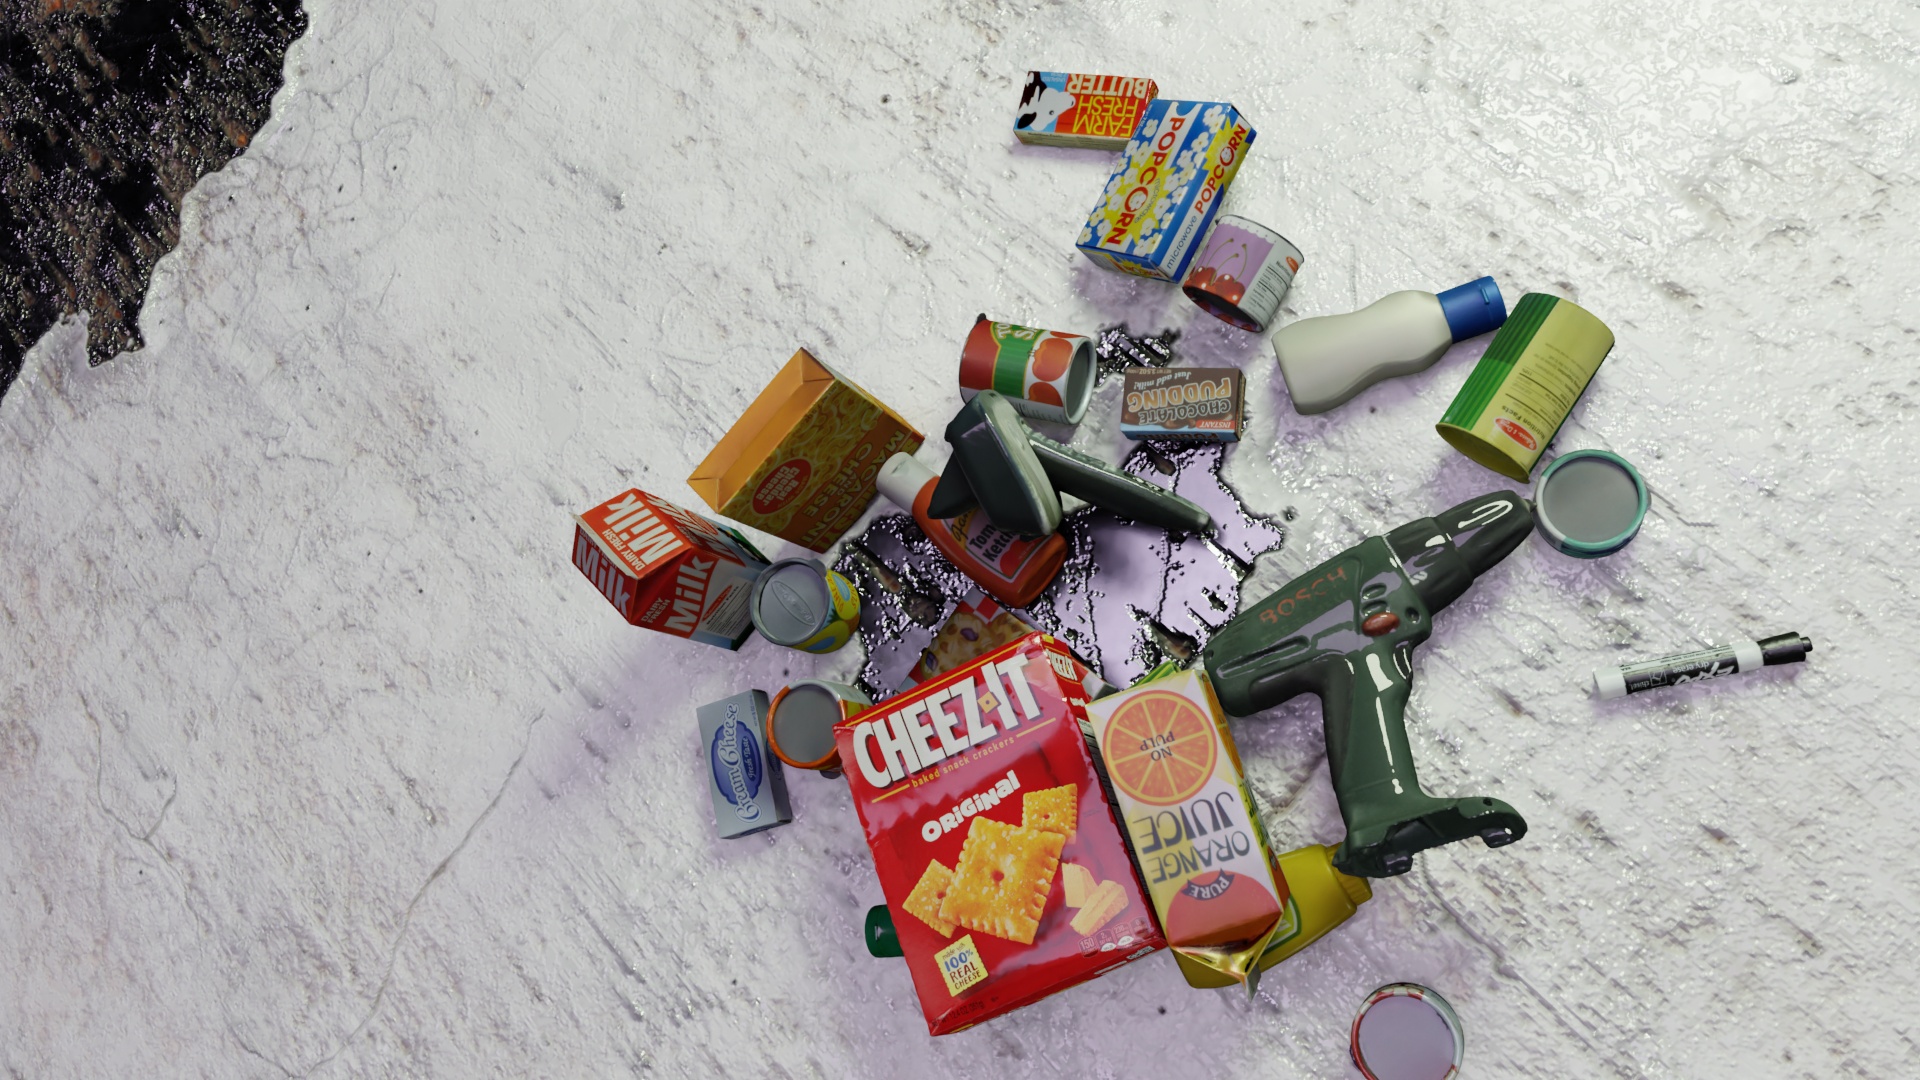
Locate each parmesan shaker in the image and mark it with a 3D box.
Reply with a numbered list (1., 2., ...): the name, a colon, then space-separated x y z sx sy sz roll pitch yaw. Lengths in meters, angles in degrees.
1. parmesan shaker: 0.365 -0.098 0.894 0.071 0.071 0.103 34 91 23

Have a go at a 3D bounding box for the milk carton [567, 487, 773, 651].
1. milk carton: -0.210 0.021 1.014 0.072 0.190 0.073 41 95 23

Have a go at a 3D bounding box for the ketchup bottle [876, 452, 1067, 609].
1. ketchup bottle: 0.004 -0.013 1.019 0.149 0.043 0.065 34 70 24

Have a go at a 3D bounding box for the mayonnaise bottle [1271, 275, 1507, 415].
1. mayonnaise bottle: 0.291 -0.137 0.942 0.148 0.041 0.065 -19 74 15

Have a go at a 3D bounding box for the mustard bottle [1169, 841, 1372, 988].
1. mustard bottle: 0.209 0.230 0.888 0.160 0.049 0.065 -30 73 12

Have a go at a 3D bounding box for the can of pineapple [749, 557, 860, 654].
1. can of pineapple: -0.114 0.049 1.044 0.071 0.058 0.071 -4 77 20

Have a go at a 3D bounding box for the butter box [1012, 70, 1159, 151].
1. butter box: 0.096 -0.329 1.066 0.103 0.024 0.053 11 83 23

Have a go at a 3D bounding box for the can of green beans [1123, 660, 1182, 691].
1. can of green beans: 0.136 0.122 0.930 0.058 0.071 0.071 -37 69 9

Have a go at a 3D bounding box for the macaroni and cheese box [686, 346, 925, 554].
1. macaroni and cheese box: -0.106 -0.058 1.005 0.040 0.166 0.123 44 96 22

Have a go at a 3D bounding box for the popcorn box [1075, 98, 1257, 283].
1. popcorn box: 0.147 -0.253 1.005 0.085 0.038 0.126 27 89 52

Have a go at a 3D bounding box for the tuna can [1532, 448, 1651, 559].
1. tuna can: 0.401 -0.024 0.880 0.071 0.033 0.071 -4 77 20

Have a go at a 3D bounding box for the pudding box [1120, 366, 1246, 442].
1. pudding box: 0.158 -0.096 0.989 0.084 0.030 0.050 3 81 21

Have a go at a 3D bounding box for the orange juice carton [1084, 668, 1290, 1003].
1. orange juice carton: 0.146 0.179 0.847 0.073 0.072 0.193 -21 78 13

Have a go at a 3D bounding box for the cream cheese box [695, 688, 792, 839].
1. cream cheese box: -0.165 0.170 1.055 0.053 0.024 0.104 -20 72 17

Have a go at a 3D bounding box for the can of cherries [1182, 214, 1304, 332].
1. can of cherries: 0.196 -0.187 0.976 0.071 0.071 0.058 30 91 23

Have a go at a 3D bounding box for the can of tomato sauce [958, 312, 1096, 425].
1. can of tomato sauce: 0.050 -0.125 1.015 0.083 0.071 0.071 13 84 22

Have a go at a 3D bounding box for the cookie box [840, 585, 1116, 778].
1. cookie box: 0.012 0.136 0.988 0.123 0.040 0.167 36 91 24

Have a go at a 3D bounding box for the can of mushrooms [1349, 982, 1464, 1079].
1. can of mushrooms: 0.273 0.309 0.855 0.071 0.033 0.071 -4 78 19

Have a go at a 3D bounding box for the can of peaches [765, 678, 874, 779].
1. can of peaches: -0.101 0.138 1.020 0.071 0.058 0.071 -4 77 19

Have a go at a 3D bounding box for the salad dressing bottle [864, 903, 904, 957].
1. salad dressing bottle: 0.007 0.266 0.960 0.147 0.044 0.064 -9 77 20
